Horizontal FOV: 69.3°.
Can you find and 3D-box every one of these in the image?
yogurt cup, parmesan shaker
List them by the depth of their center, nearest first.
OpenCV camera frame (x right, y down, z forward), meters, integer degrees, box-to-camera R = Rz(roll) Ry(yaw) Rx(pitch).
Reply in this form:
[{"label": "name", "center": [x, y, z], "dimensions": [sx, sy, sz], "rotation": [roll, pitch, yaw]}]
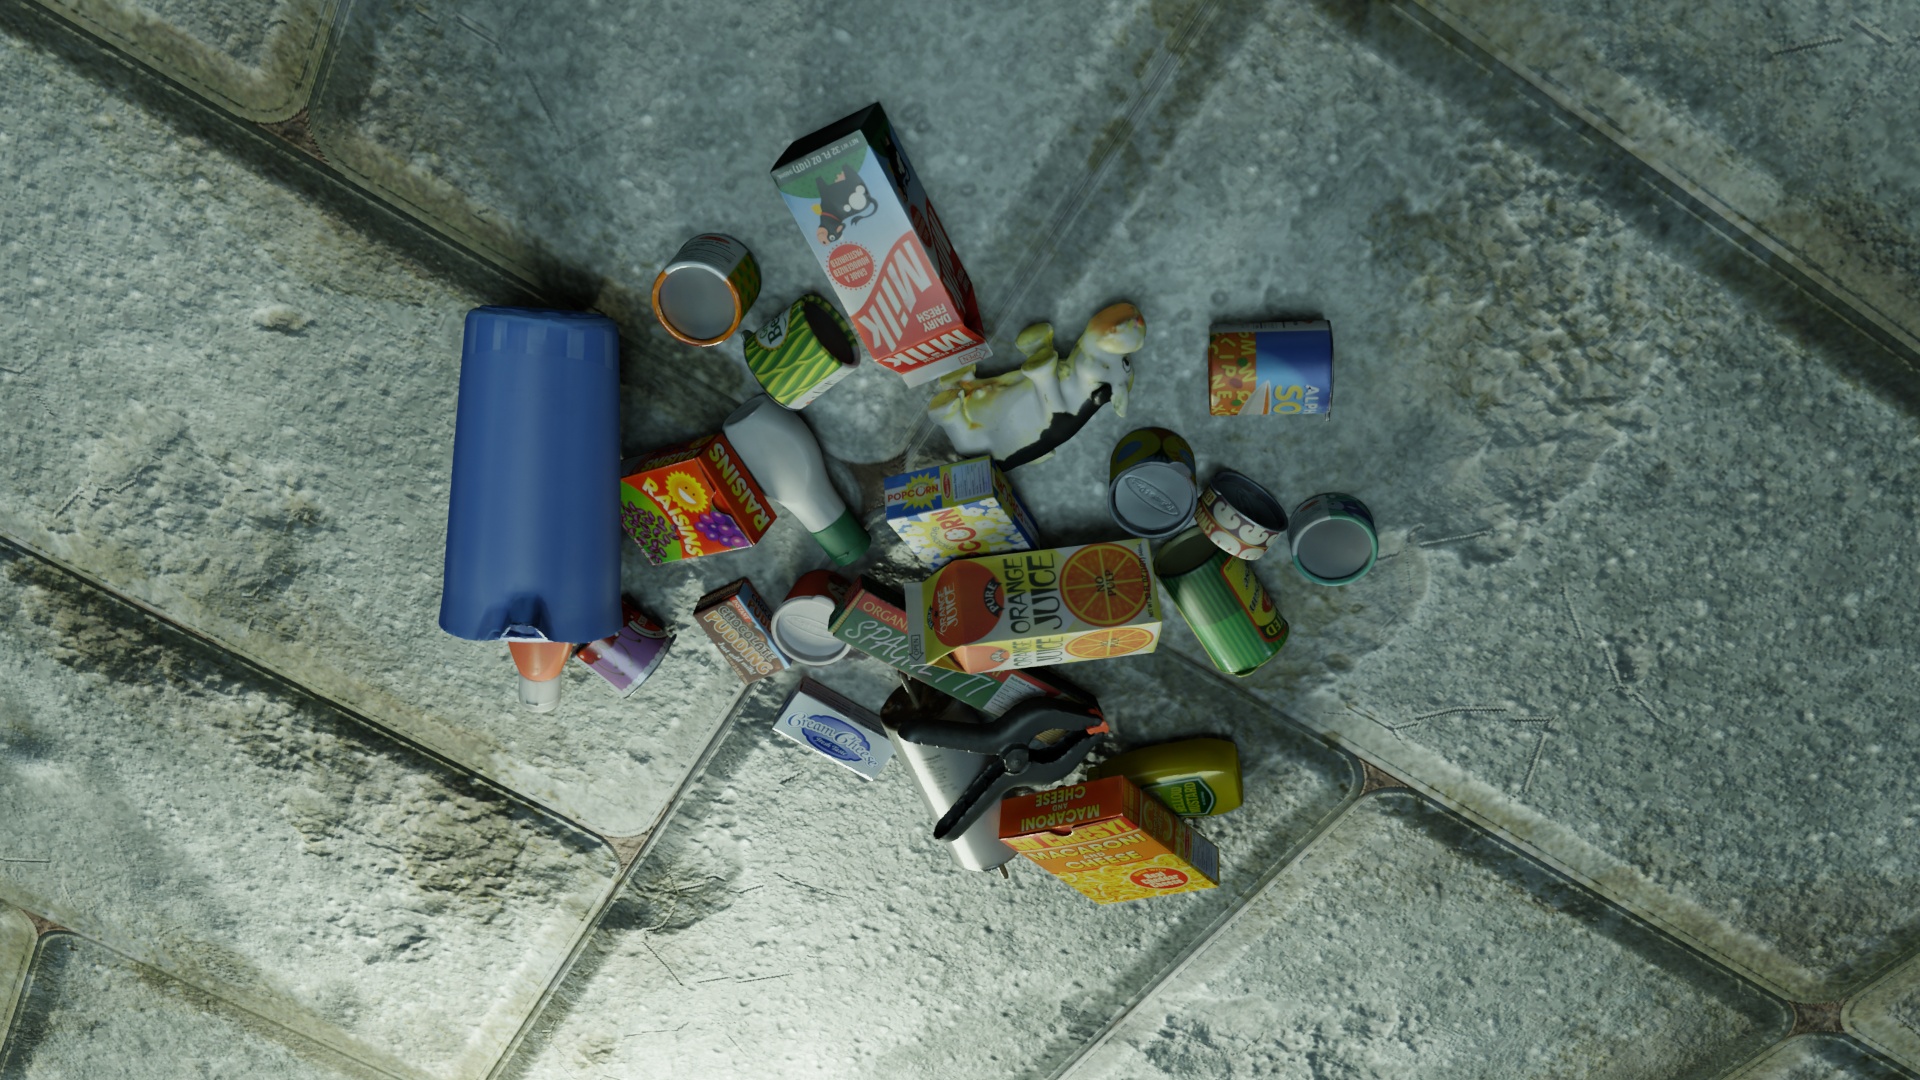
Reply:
[{"label": "parmesan shaker", "center": [0.203, 0.046, 1.083], "dimensions": [0.071, 0.072, 0.103], "rotation": [-27, 114, 22]}, {"label": "yogurt cup", "center": [-0.117, 0.061, 1.145], "dimensions": [0.072, 0.054, 0.072], "rotation": [4, 122, 6]}]

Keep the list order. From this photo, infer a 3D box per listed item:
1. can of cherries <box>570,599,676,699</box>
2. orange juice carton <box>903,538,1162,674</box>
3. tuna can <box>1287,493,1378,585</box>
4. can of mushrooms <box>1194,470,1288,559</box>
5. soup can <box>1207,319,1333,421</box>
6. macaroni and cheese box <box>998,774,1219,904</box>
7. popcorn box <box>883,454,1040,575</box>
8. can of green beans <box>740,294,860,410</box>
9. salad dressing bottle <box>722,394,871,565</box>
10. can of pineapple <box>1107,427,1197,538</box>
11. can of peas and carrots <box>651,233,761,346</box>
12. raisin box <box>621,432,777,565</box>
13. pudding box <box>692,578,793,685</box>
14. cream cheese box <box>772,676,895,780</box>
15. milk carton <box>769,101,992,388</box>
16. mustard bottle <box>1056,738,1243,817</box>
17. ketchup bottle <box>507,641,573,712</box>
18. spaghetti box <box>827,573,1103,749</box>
[{"label": "can of cherries", "center": [-0.286, 0.089, 1.181], "dimensions": [0.058, 0.072, 0.071], "rotation": [41, 118, -16]}, {"label": "orange juice carton", "center": [0.054, 0.053, 1.075], "dimensions": [0.193, 0.072, 0.072], "rotation": [-7, 156, 1]}, {"label": "tuna can", "center": [0.288, 0.001, 1.067], "dimensions": [0.071, 0.033, 0.070], "rotation": [4, 121, 6]}, {"label": "can of mushrooms", "center": [0.208, -0.020, 1.045], "dimensions": [0.071, 0.071, 0.033], "rotation": [29, 122, -10]}, {"label": "soup can", "center": [0.218, -0.119, 0.982], "dimensions": [0.084, 0.072, 0.071], "rotation": [-1, 121, 9]}, {"label": "macaroni and cheese box", "center": [0.130, 0.262, 1.196], "dimensions": [0.123, 0.040, 0.166], "rotation": [-19, 139, 32]}, {"label": "popcorn box", "center": [0.004, -0.013, 1.059], "dimensions": [0.085, 0.038, 0.126], "rotation": [-12, 152, 15]}, {"label": "can of green beans", "center": [-0.115, -0.138, 1.017], "dimensions": [0.057, 0.071, 0.071], "rotation": [-33, 112, 23]}, {"label": "salad dressing bottle", "center": [-0.125, -0.045, 1.089], "dimensions": [0.064, 0.044, 0.147], "rotation": [-24, 116, 25]}, {"label": "can of pineapple", "center": [0.146, -0.045, 1.043], "dimensions": [0.071, 0.058, 0.070], "rotation": [3, 122, 5]}, {"label": "can of peas and carrots", "center": [-0.183, -0.179, 1.006], "dimensions": [0.071, 0.059, 0.070], "rotation": [4, 122, 6]}, {"label": "raisin box", "center": [-0.216, -0.031, 1.089], "dimensions": [0.123, 0.040, 0.086], "rotation": [-10, 121, 37]}, {"label": "pudding box", "center": [-0.182, 0.077, 1.178], "dimensions": [0.049, 0.030, 0.083], "rotation": [-23, 116, 19]}, {"label": "cream cheese box", "center": [-0.108, 0.166, 1.226], "dimensions": [0.104, 0.024, 0.053], "rotation": [30, 119, -11]}, {"label": "milk carton", "center": [-0.049, -0.197, 0.968], "dimensions": [0.072, 0.074, 0.190], "rotation": [-20, 117, 18]}, {"label": "mustard bottle", "center": [0.162, 0.211, 1.202], "dimensions": [0.160, 0.049, 0.065], "rotation": [-10, 122, 14]}, {"label": "ketchup bottle", "center": [-0.362, 0.082, 1.197], "dimensions": [0.065, 0.044, 0.148], "rotation": [13, 122, 1]}, {"label": "spaghetti box", "center": [0.007, 0.103, 1.135], "dimensions": [0.250, 0.029, 0.050], "rotation": [29, 109, -24]}]
